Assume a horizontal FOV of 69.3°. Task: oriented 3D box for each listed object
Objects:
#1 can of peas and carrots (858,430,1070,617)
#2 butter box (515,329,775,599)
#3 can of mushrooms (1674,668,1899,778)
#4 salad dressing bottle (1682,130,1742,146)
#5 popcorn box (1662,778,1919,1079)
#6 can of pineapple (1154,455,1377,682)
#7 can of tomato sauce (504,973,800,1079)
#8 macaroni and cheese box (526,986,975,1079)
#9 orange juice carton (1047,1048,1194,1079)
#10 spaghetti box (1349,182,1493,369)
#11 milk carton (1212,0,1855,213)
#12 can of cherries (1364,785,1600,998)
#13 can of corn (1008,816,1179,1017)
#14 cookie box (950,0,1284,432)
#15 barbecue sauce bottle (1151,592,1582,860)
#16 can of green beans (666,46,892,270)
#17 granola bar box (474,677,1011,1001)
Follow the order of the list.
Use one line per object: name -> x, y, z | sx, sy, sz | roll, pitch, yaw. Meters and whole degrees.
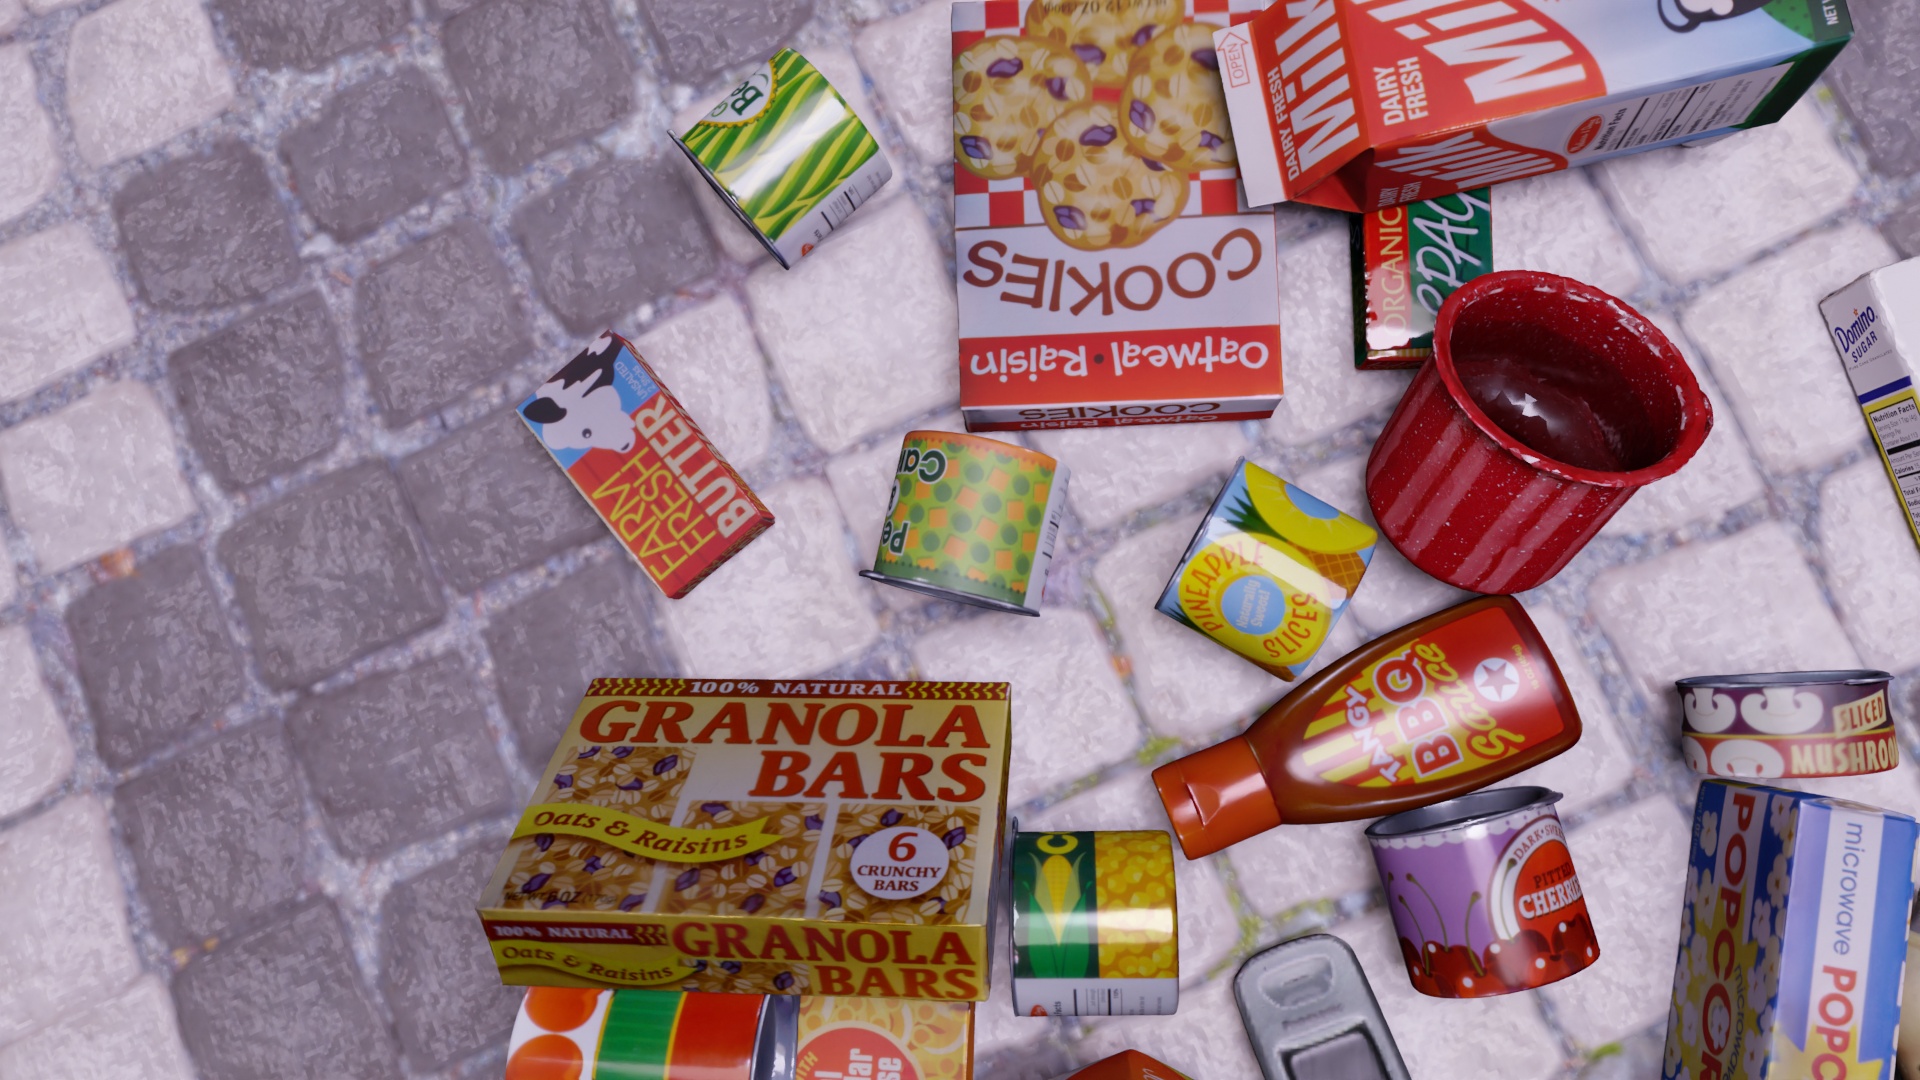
can of peas and carrots -> 0.002, -0.007, 0.527 | 0.071, 0.071, 0.059 | 12, 85, 7
butter box -> -0.128, -0.030, 0.565 | 0.053, 0.024, 0.103 | -41, 81, 1
can of mushrooms -> 0.291, 0.064, 0.488 | 0.071, 0.071, 0.033 | -4, 86, 6
salad dressing bottle -> 0.273, -0.228, 0.537 | 0.064, 0.044, 0.148 | -20, 81, 8
popcorn box -> 0.279, 0.148, 0.472 | 0.038, 0.085, 0.126 | 9, 85, 8
can of pineapple -> 0.112, 0.012, 0.513 | 0.058, 0.071, 0.071 | 30, 88, 8
can of tomato sauce -> -0.103, 0.176, 0.477 | 0.083, 0.071, 0.071 | 2, 84, 6
macaroni and cheese box -> -0.080, 0.227, 0.522 | 0.166, 0.040, 0.124 | 2, 83, 6
orange juice carton -> 0.021, 0.229, 0.457 | 0.193, 0.072, 0.073 | -22, 83, 2
spaghetti box -> 0.178, -0.190, 0.549 | 0.050, 0.028, 0.250 | -1, 83, 6
milk carton -> 0.190, -0.171, 0.489 | 0.190, 0.073, 0.072 | -11, 82, 12
can of cherries -> 0.186, 0.123, 0.492 | 0.071, 0.071, 0.058 | -15, 83, 4
can of corn -> 0.048, 0.136, 0.507 | 0.058, 0.071, 0.071 | -2, 84, 5
cookie box -> 0.060, -0.130, 0.549 | 0.123, 0.040, 0.167 | -2, 82, 6
barbecue sauce bottle -> 0.146, 0.075, 0.515 | 0.148, 0.043, 0.065 | -23, 74, 3
can of green beans -> -0.069, -0.151, 0.551 | 0.058, 0.071, 0.071 | -42, 81, 0
granola bar box -> -0.067, 0.101, 0.497 | 0.165, 0.125, 0.038 | 0, 122, 6
